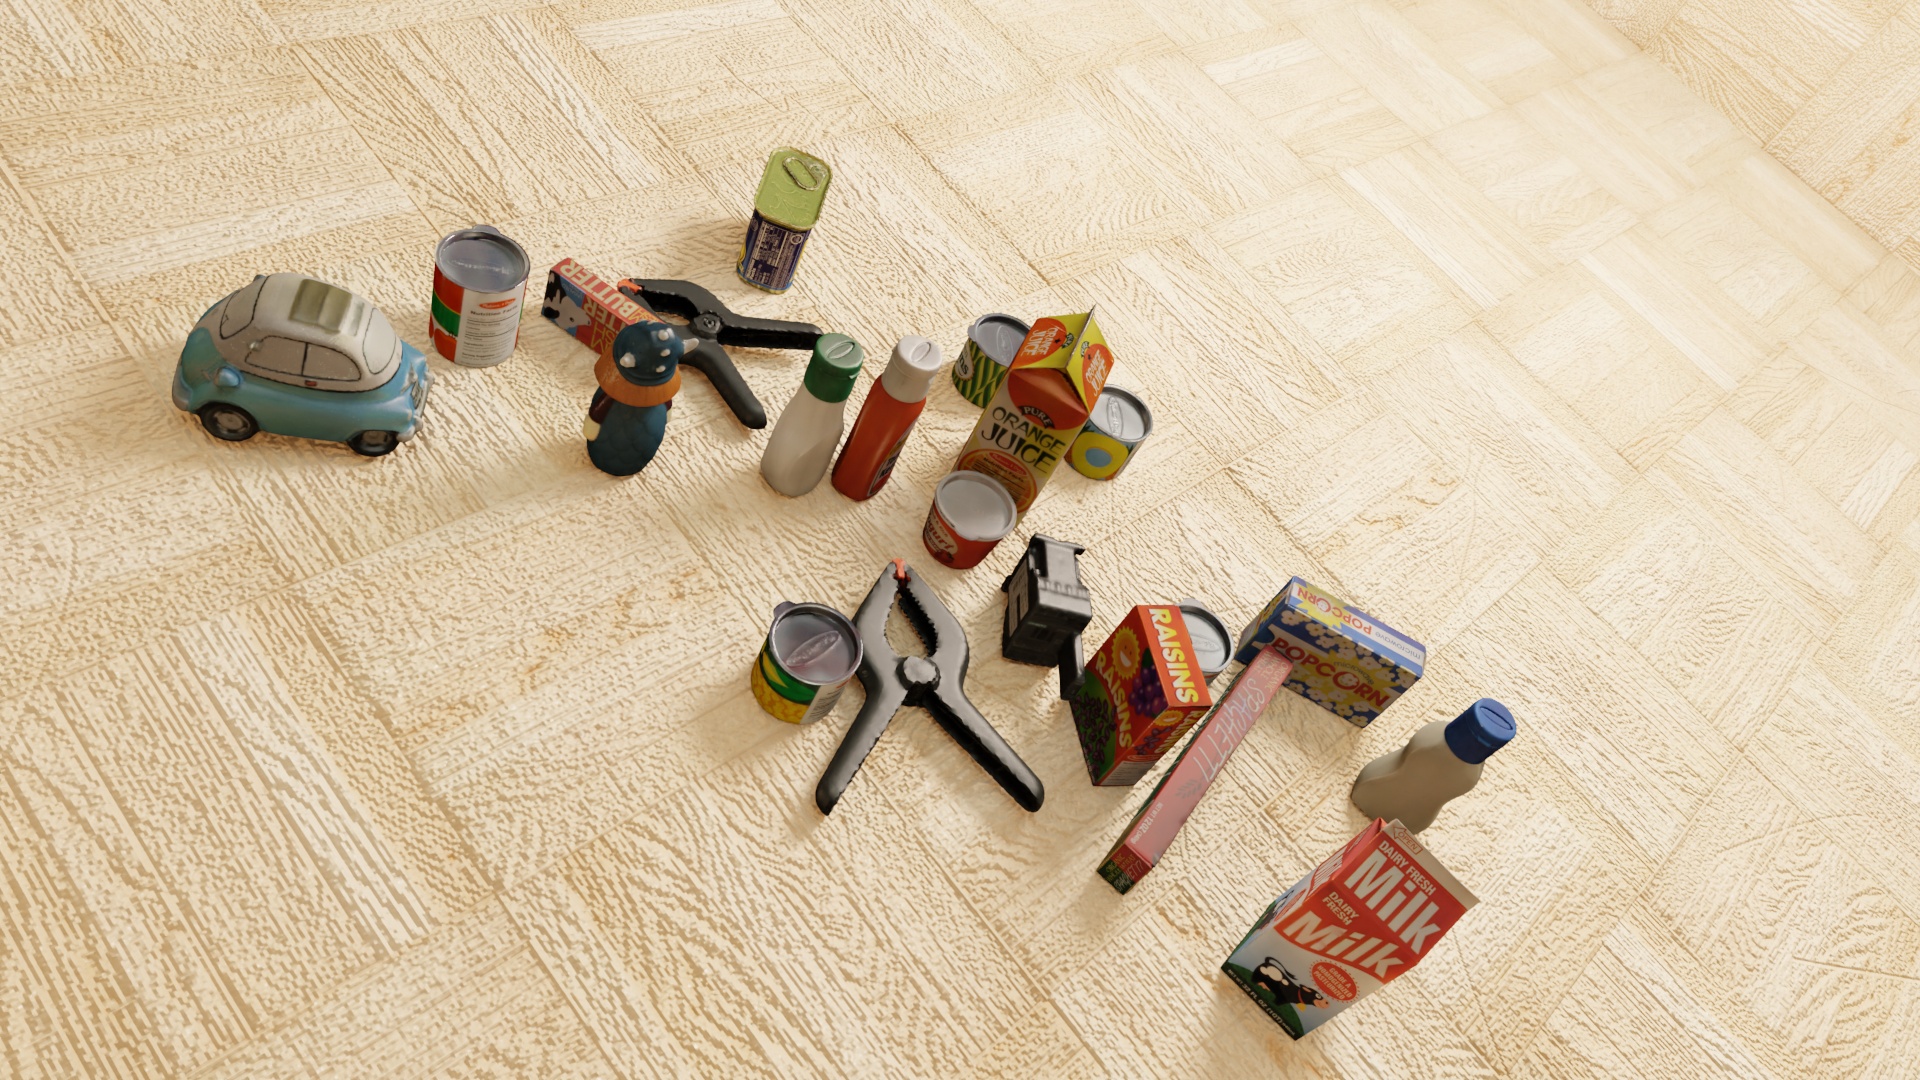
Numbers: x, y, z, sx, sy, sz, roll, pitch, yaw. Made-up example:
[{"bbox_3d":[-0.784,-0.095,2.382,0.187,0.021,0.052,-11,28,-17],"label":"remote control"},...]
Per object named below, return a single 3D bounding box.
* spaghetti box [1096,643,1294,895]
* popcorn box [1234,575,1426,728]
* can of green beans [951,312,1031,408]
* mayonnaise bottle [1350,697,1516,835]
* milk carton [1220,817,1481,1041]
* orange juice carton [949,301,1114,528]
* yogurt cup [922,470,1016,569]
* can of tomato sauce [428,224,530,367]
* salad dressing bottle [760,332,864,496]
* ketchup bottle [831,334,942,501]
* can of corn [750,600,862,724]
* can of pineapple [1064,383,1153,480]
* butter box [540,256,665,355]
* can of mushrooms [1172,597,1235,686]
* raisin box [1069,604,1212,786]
[{"bbox_3d":[0.181,0.165,1.043,0.029,0.050,0.251,40,48,8],"label":"spaghetti box"},{"bbox_3d":[0.301,0.092,1.134,0.127,0.084,0.038,28,47,-2],"label":"popcorn box"},{"bbox_3d":[0.032,-0.157,1.224,0.071,0.057,0.071,13,50,-16],"label":"can of green beans"},{"bbox_3d":[0.362,0.171,1.057,0.065,0.147,0.041,35,47,4],"label":"mayonnaise bottle"},{"bbox_3d":[0.259,0.250,0.917,0.072,0.189,0.074,44,49,12],"label":"milk carton"},{"bbox_3d":[0.060,-0.103,1.103,0.073,0.191,0.072,29,47,-2],"label":"orange juice carton"},{"bbox_3d":[0.004,-0.014,1.099,0.072,0.053,0.073,13,50,-16],"label":"yogurt cup"},{"bbox_3d":[-0.362,-0.182,1.041,0.071,0.082,0.071,13,50,-16],"label":"can of tomato sauce"},{"bbox_3d":[-0.110,-0.094,1.046,0.044,0.146,0.064,44,49,12],"label":"salad dressing bottle"},{"bbox_3d":[-0.056,-0.096,1.072,0.043,0.148,0.065,33,47,1],"label":"ketchup bottle"},{"bbox_3d":[-0.110,0.084,0.965,0.071,0.058,0.071,13,50,-16],"label":"can of corn"},{"bbox_3d":[0.125,-0.096,1.219,0.071,0.057,0.071,13,50,-16],"label":"can of pineapple"},{"bbox_3d":[-0.279,-0.172,1.093,0.103,0.052,0.024,35,47,4],"label":"butter box"},{"bbox_3d":[0.184,0.084,1.120,0.071,0.033,0.071,13,50,-16],"label":"can of mushrooms"},{"bbox_3d":[0.128,0.114,1.009,0.040,0.122,0.086,3,53,-23],"label":"raisin box"}]
